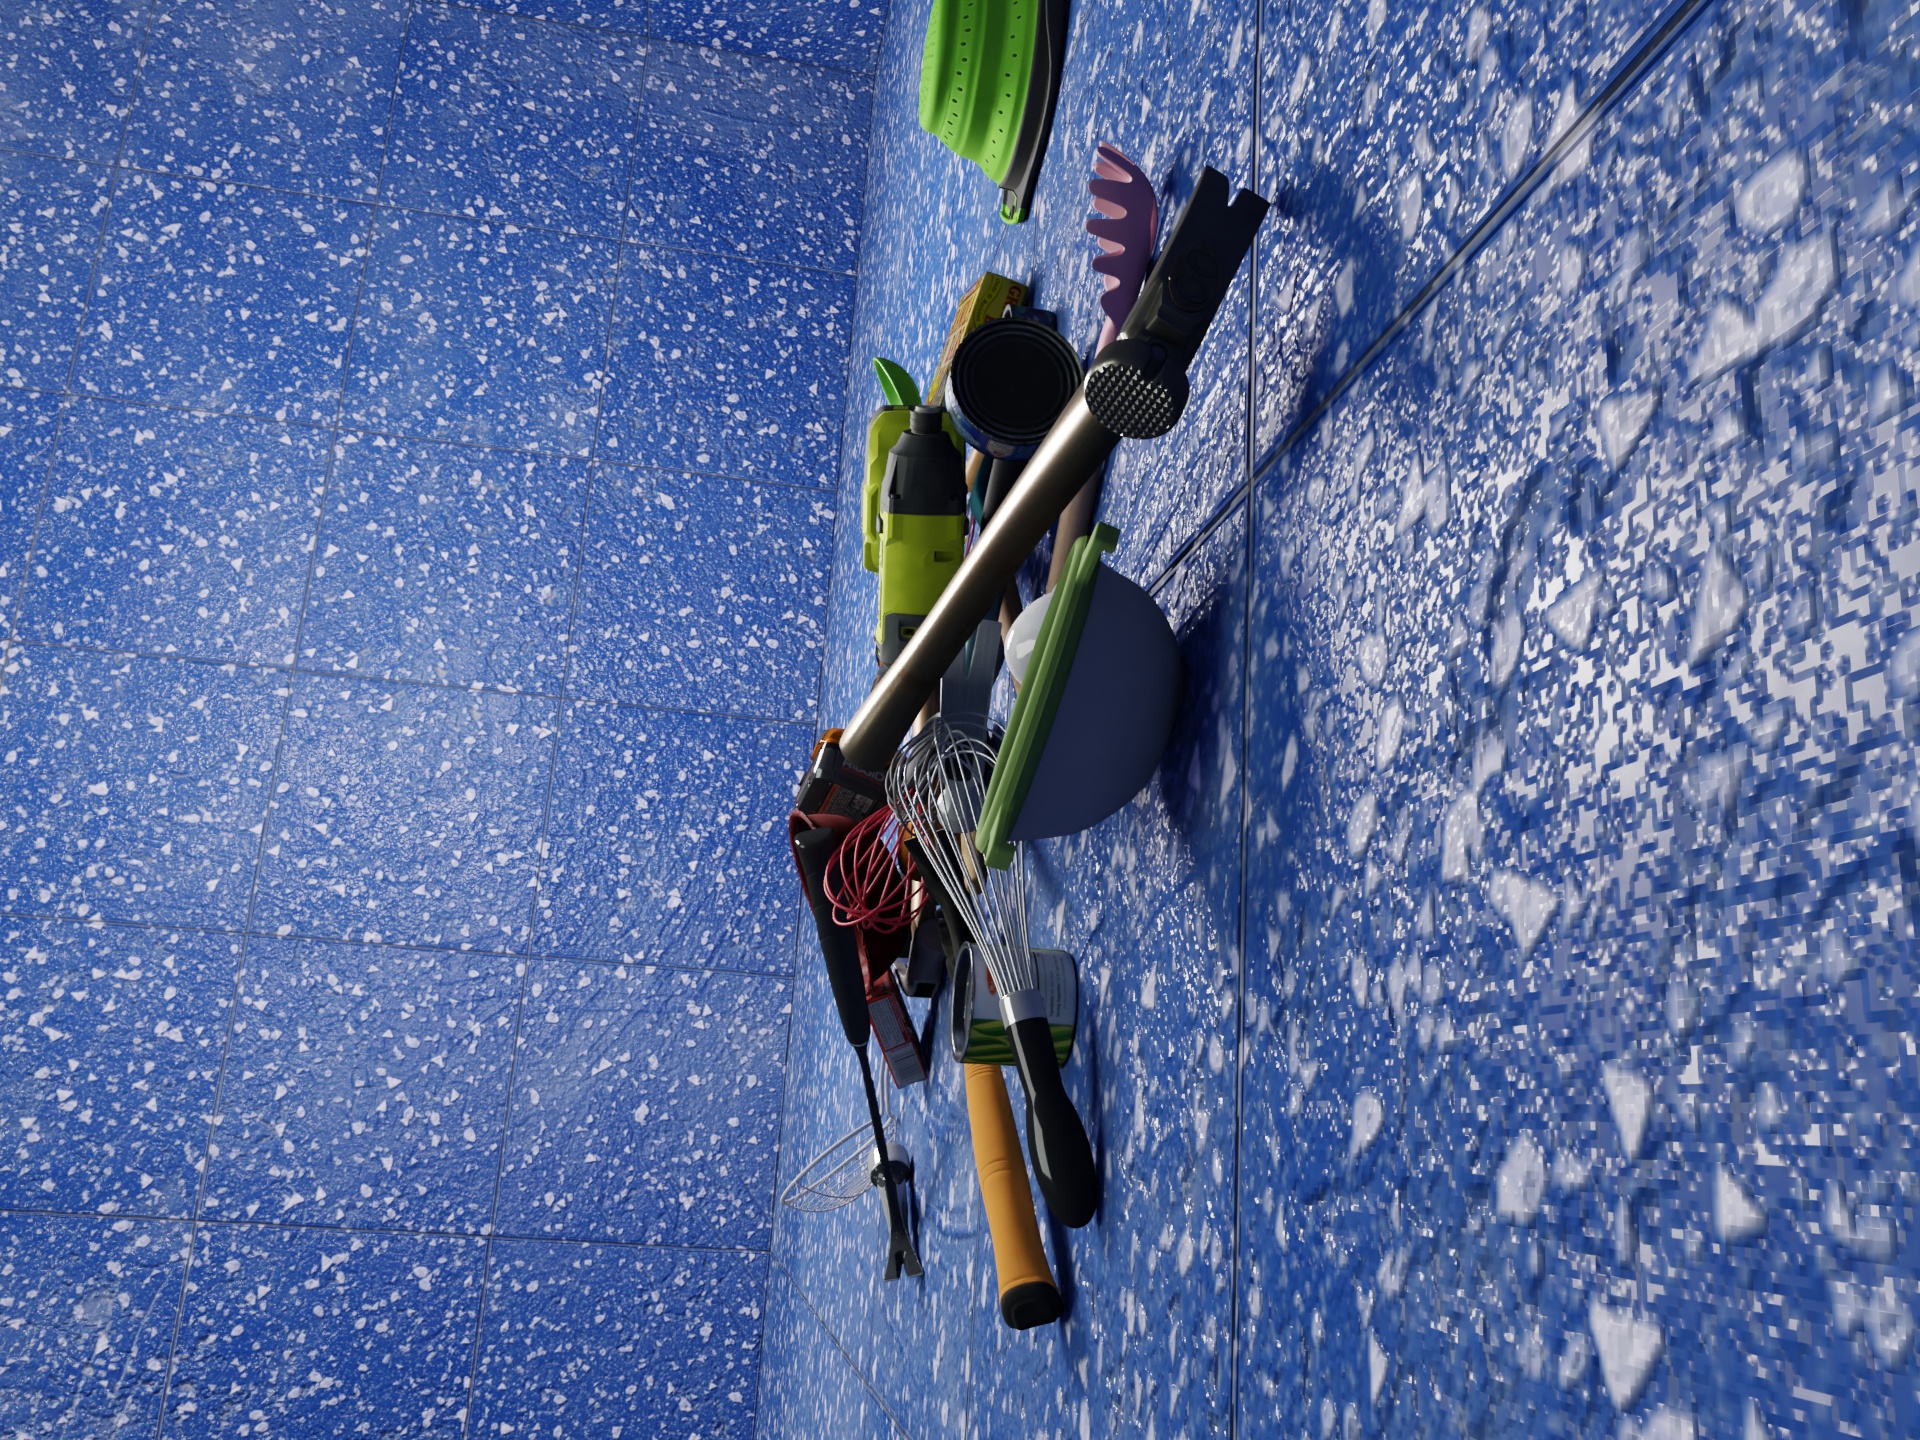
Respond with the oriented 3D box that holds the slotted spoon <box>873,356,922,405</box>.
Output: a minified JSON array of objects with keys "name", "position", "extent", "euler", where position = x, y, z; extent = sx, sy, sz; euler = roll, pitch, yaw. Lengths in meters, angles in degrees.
[{"name":"slotted spoon","position":[-0.024,-0.137,1.265],"extent":[0.070,0.031,0.314],"euler":[162,97,-85]}]

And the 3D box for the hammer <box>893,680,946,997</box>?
[{"name":"hammer","position":[-0.032,0.090,1.395],"extent":[0.130,0.031,0.332],"euler":[108,166,-51]}]

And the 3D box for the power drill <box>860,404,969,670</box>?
[{"name":"power drill","position":[-0.029,-0.146,1.110],"extent":[0.223,0.080,0.171],"euler":[-100,12,-70]}]

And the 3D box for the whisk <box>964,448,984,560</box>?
[{"name":"whisk","position":[0.002,-0.186,1.335],"extent":[0.245,0.047,0.051],"euler":[120,156,-61]}]

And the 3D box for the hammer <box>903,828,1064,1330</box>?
[{"name":"hammer","position":[0.014,0.204,0.933],"extent":[0.337,0.034,0.127],"euler":[-104,-2,-58]}]

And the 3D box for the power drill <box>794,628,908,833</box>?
[{"name":"power drill","position":[-0.067,-0.011,1.384],"extent":[0.164,0.084,0.227],"euler":[124,168,-62]}]

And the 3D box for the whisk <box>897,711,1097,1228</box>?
[{"name":"whisk","position":[0.025,0.120,0.826],"extent":[0.070,0.070,0.285],"euler":[110,148,-58]}]

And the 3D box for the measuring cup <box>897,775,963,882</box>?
[{"name":"measuring cup","position":[-0.023,0.121,1.242],"extent":[0.095,0.052,0.174],"euler":[108,167,-54]}]

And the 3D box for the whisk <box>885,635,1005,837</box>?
[{"name":"whisk","position":[-0.003,-0.004,1.080],"extent":[0.239,0.055,0.055],"euler":[-66,-9,-53]}]

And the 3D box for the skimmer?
[{"name":"skimmer","position":[-0.092,0.274,1.462],"extent":[0.127,0.090,0.363],"euler":[10,-92,-67]}]

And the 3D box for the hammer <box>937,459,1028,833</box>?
[{"name":"hammer","position":[0.020,-0.094,1.028],"extent":[0.128,0.033,0.331],"euler":[91,-173,-48]}]

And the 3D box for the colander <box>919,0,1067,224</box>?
[{"name":"colander","position":[0.031,-0.604,1.259],"extent":[0.205,0.094,0.397],"euler":[-108,25,-69]}]

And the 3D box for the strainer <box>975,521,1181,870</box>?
[{"name":"strainer","position":[0.061,-0.002,0.772],"extent":[0.256,0.069,0.151],"euler":[32,-103,-89]}]

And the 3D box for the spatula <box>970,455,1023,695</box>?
[{"name":"spatula","position":[0.038,-0.112,1.123],"extent":[0.318,0.044,0.082],"euler":[-99,17,-44]}]

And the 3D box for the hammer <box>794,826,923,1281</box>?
[{"name":"hammer","position":[-0.077,0.253,1.214],"extent":[0.149,0.036,0.408],"euler":[-106,6,-59]}]

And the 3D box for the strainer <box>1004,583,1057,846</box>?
[{"name":"strainer","position":[0.042,0.006,0.966],"extent":[0.258,0.050,0.087],"euler":[100,163,-46]}]

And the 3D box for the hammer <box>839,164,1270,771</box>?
[{"name":"hammer","position":[0.023,-0.088,0.779],"extent":[0.146,0.038,0.410],"euler":[-63,7,-34]}]

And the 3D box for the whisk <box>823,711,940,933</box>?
[{"name":"whisk","position":[-0.039,0.066,1.168],"extent":[0.296,0.073,0.073],"euler":[-69,-9,-61]}]

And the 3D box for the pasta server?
[{"name":"pasta server","position":[0.068,-0.165,0.913],"extent":[0.060,0.040,0.316],"euler":[-75,-5,-60]}]

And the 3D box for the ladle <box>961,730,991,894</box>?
[{"name":"ladle","position":[0.008,0.054,1.069],"extent":[0.315,0.031,0.069],"euler":[-91,1,-75]}]
